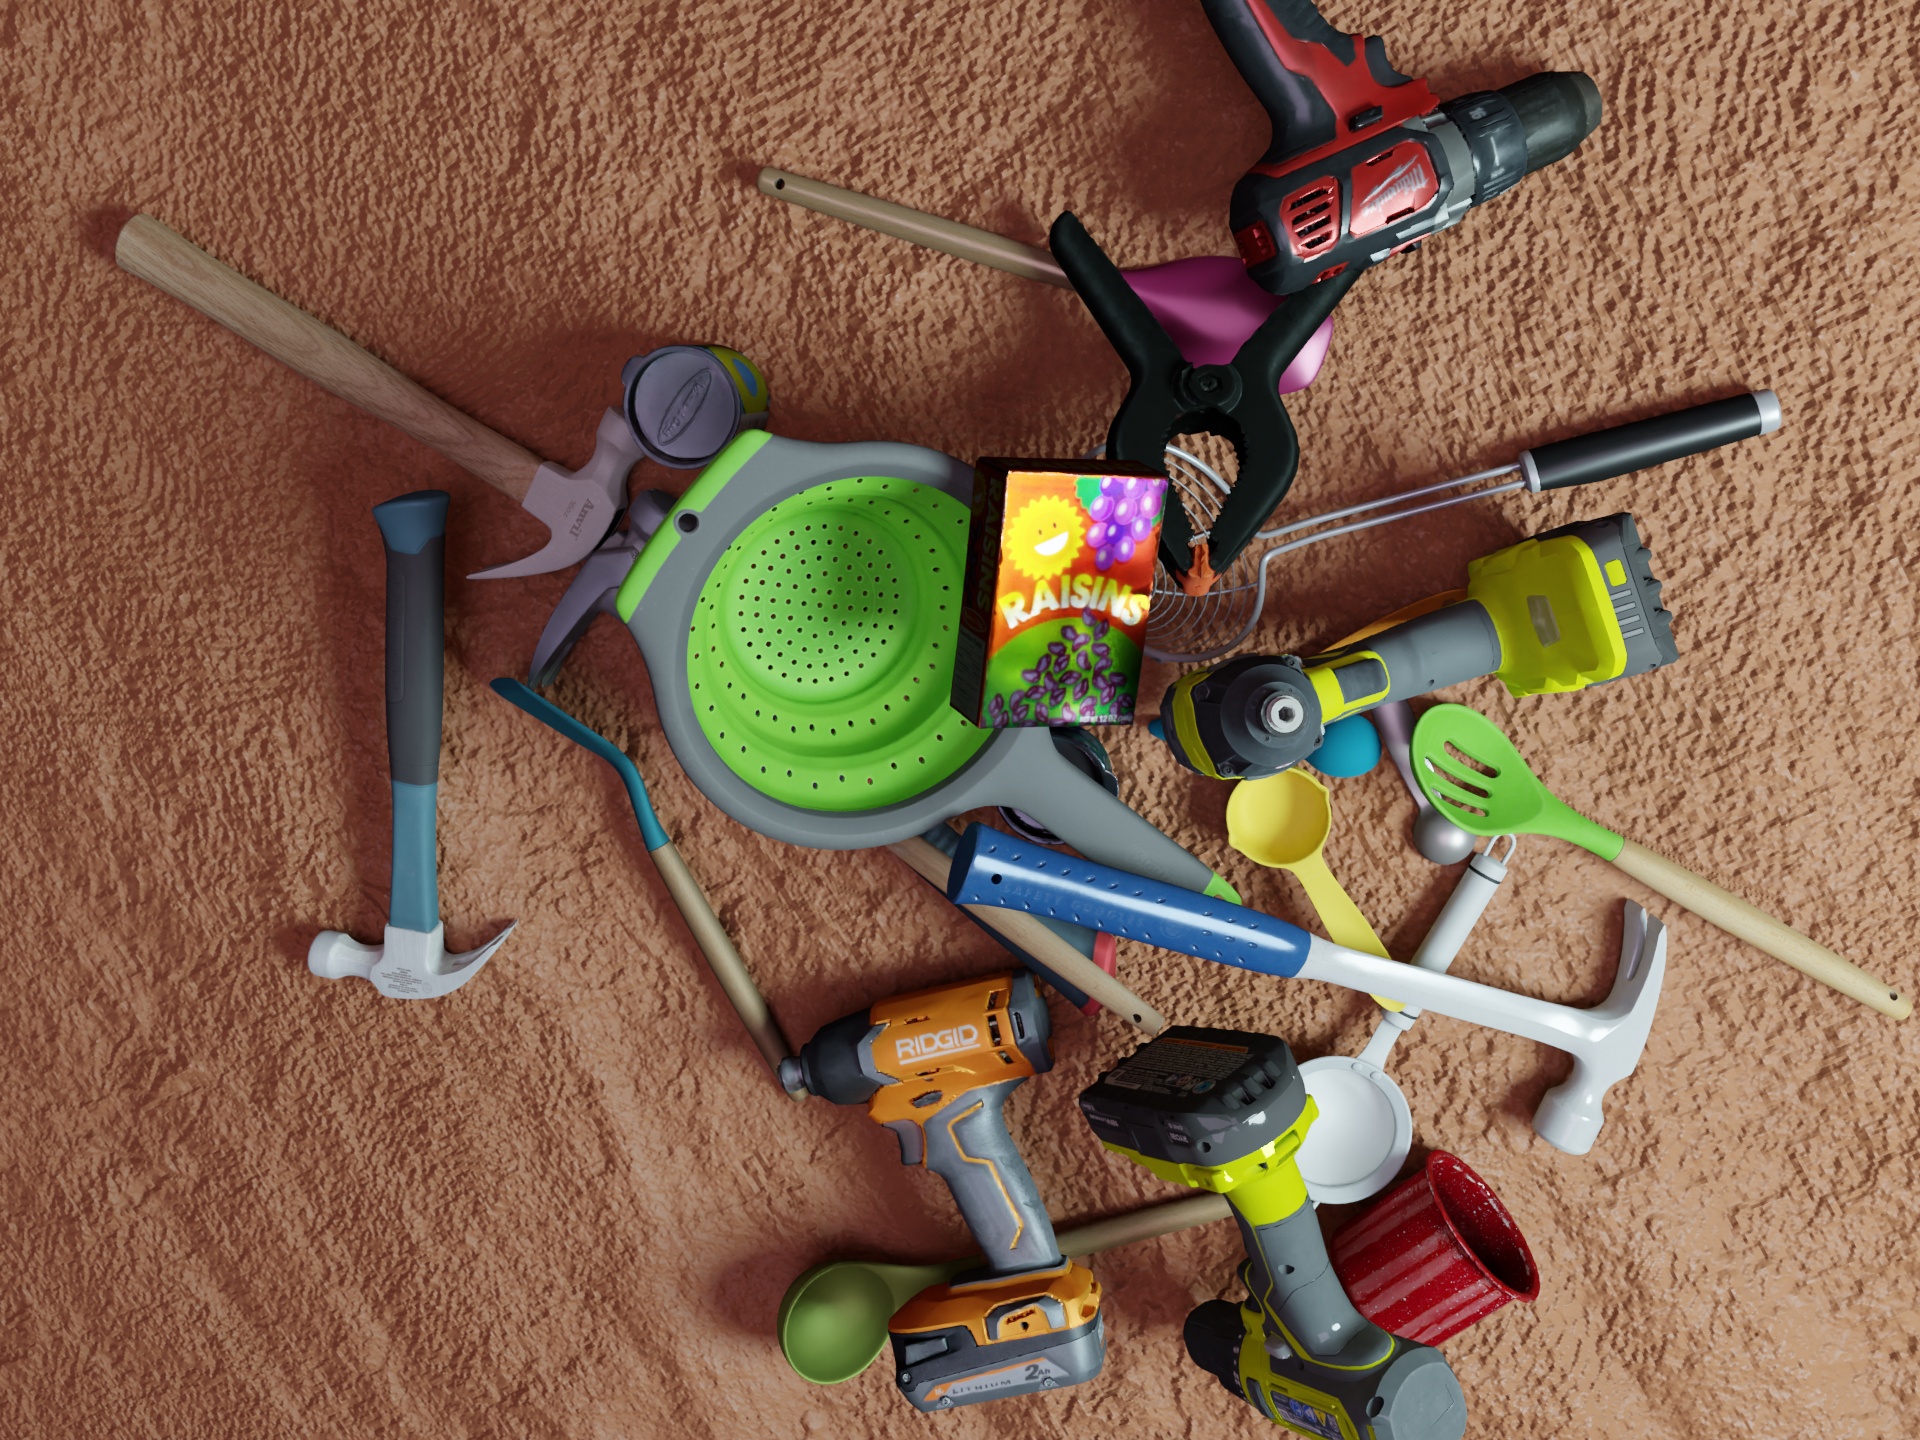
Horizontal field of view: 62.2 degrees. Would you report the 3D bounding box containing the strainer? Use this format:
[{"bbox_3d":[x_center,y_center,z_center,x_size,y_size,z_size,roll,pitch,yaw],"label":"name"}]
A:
[{"bbox_3d":[0.245,0.174,0.903,0.087,0.050,0.258,28,101,-1],"label":"strainer"}]

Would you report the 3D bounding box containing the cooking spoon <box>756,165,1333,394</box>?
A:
[{"bbox_3d":[0.041,-0.242,0.847,0.319,0.017,0.068,19,105,5],"label":"cooking spoon"}]

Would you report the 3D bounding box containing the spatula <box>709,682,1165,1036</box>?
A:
[{"bbox_3d":[-0.019,0.074,0.875,0.316,0.018,0.059,36,109,6],"label":"spatula"}]

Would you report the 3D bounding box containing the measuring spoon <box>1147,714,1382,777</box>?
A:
[{"bbox_3d":[0.166,0.005,0.876,0.128,0.042,0.021,6,138,15],"label":"measuring spoon"}]

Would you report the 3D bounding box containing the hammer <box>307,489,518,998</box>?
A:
[{"bbox_3d":[-0.329,0.022,0.952,0.128,0.033,0.330,11,113,6],"label":"hammer"}]

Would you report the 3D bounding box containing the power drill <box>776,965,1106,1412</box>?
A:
[{"bbox_3d":[-0.011,0.270,0.924,0.164,0.084,0.226,-13,83,7],"label":"power drill"}]

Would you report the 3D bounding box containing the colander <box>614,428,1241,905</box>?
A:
[{"bbox_3d":[-0.001,-0.003,0.834,0.396,0.095,0.204,37,94,-28],"label":"colander"}]

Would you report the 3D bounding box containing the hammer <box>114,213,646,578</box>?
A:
[{"bbox_3d":[-0.343,-0.193,0.921,0.331,0.031,0.130,31,106,2],"label":"hammer"}]

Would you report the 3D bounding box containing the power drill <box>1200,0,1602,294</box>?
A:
[{"bbox_3d":[0.191,-0.338,0.759,0.188,0.080,0.226,-24,99,-5],"label":"power drill"}]

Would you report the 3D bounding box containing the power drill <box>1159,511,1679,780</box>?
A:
[{"bbox_3d":[0.217,-0.027,0.774,0.223,0.171,0.080,-19,90,-2],"label":"power drill"}]

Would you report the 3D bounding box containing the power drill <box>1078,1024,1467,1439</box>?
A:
[{"bbox_3d":[0.156,0.286,0.869,0.080,0.190,0.228,-29,98,-28],"label":"power drill"}]

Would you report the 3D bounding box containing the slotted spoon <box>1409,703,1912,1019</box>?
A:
[{"bbox_3d":[0.375,0.084,0.859,0.313,0.031,0.070,29,63,-2],"label":"slotted spoon"}]

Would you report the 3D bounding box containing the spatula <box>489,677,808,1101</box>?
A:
[{"bbox_3d":[-0.179,0.103,0.956,0.044,0.082,0.317,-33,103,-23],"label":"spatula"}]

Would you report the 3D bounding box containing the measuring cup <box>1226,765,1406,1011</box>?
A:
[{"bbox_3d":[0.204,0.093,0.889,0.062,0.029,0.156,-32,92,15],"label":"measuring cup"}]

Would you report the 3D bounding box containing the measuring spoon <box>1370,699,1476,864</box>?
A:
[{"bbox_3d":[0.250,0.025,0.876,0.034,0.018,0.124,-23,98,15],"label":"measuring spoon"}]

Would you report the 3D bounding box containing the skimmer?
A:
[{"bbox_3d":[0.229,-0.120,0.806,0.363,0.090,0.127,-14,74,11],"label":"skimmer"}]

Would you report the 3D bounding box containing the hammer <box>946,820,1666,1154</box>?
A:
[{"bbox_3d":[0.190,0.120,0.838,0.405,0.035,0.144,17,104,-14],"label":"hammer"}]

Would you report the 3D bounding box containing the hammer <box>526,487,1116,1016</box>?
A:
[{"bbox_3d":[-0.074,0.044,0.913,0.386,0.038,0.143,41,108,3],"label":"hammer"}]

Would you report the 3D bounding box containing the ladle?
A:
[{"bbox_3d":[0.038,0.335,0.971,0.320,0.062,0.078,-18,108,11],"label":"ladle"}]

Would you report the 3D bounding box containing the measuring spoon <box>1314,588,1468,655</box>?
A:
[{"bbox_3d":[0.226,-0.044,0.869,0.117,0.011,0.021,-25,96,11],"label":"measuring spoon"}]
